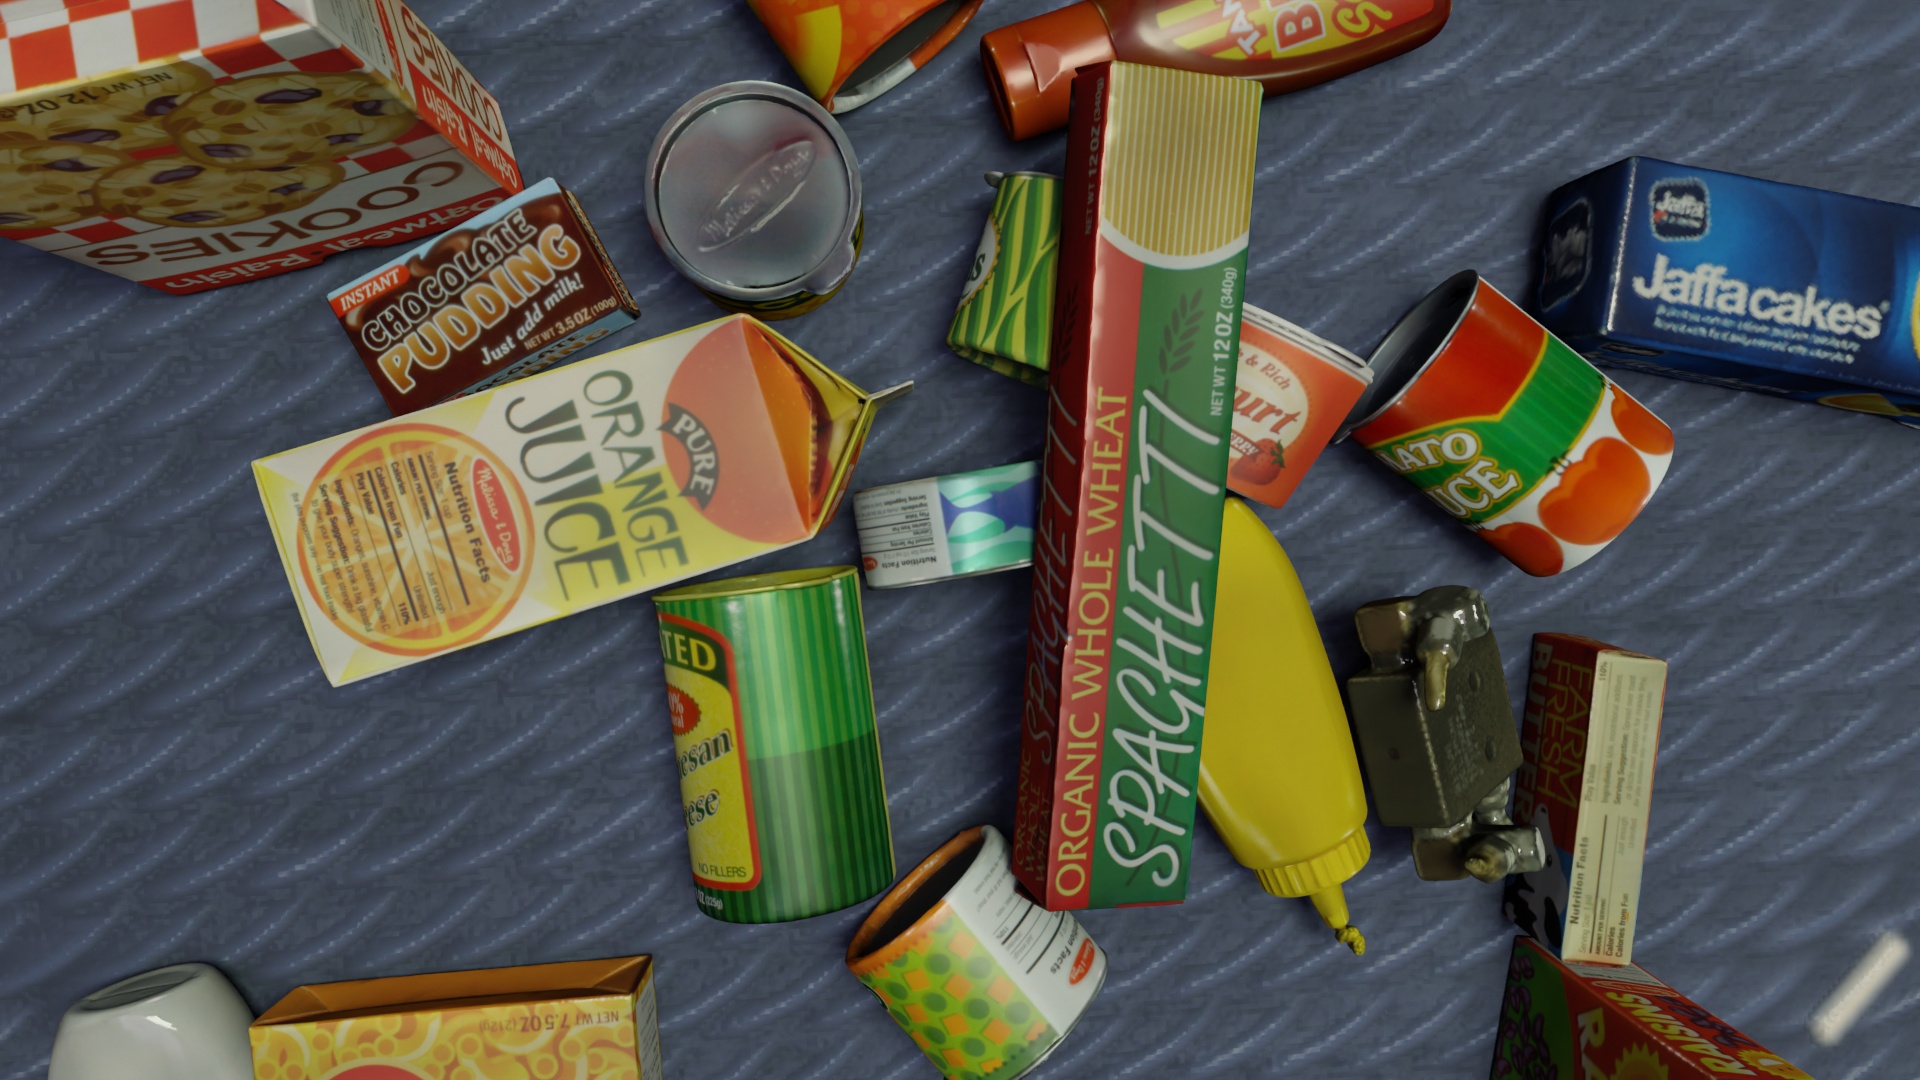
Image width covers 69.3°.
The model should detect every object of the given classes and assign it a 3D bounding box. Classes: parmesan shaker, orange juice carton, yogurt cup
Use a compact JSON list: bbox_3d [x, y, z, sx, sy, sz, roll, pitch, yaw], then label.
[{"bbox_3d":[-0.058,0.063,0.446,0.071,0.071,0.103,-8,92,-2],"label":"parmesan shaker"},{"bbox_3d":[-0.106,-0.020,0.441,0.193,0.072,0.073,-18,93,-2],"label":"orange juice carton"},{"bbox_3d":[0.092,-0.046,0.455,0.072,0.072,0.054,25,99,-3],"label":"yogurt cup"}]

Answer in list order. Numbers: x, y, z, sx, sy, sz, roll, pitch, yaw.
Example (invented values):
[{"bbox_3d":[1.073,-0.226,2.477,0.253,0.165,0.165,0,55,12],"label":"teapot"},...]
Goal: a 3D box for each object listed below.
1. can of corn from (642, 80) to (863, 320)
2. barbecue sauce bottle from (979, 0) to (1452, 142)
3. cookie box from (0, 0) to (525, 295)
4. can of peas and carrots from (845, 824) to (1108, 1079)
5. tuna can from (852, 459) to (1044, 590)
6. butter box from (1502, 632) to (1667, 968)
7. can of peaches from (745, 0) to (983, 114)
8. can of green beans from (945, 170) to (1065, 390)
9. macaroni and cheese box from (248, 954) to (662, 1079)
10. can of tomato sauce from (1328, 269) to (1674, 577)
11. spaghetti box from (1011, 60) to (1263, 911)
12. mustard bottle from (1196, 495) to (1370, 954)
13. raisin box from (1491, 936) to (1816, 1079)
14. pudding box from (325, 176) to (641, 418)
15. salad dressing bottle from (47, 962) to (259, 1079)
[{"bbox_3d":[-0.062,-0.105,0.447,0.071,0.058,0.071,0,92,-3],"label":"can of corn"},{"bbox_3d":[0.082,-0.173,0.460,0.149,0.044,0.065,-19,95,-2],"label":"barbecue sauce bottle"},{"bbox_3d":[-0.207,-0.114,0.386,0.123,0.167,0.040,-15,90,-2],"label":"cookie box"},{"bbox_3d":[0.003,0.138,0.455,0.071,0.071,0.058,-40,93,-1],"label":"can of peas and carrots"},{"bbox_3d":[0.002,-0.006,0.451,0.071,0.071,0.033,-10,92,-2],"label":"tuna can"},{"bbox_3d":[0.210,0.085,0.470,0.024,0.053,0.103,6,91,0],"label":"butter box"},{"bbox_3d":[-0.033,-0.179,0.441,0.071,0.071,0.058,-35,94,-1],"label":"can of peaches"},{"bbox_3d":[0.035,-0.080,0.449,0.071,0.071,0.058,19,92,-3],"label":"can of green beans"},{"bbox_3d":[-0.160,0.231,0.462,0.124,0.040,0.166,-5,92,-2],"label":"macaroni and cheese box"},{"bbox_3d":[0.177,-0.036,0.457,0.083,0.071,0.071,37,90,-4],"label":"can of tomato sauce"},{"bbox_3d":[0.051,-0.011,0.413,0.050,0.029,0.249,1,98,-19],"label":"spaghetti box"},{"bbox_3d":[0.099,0.066,0.466,0.065,0.049,0.160,-23,93,5],"label":"mustard bottle"},{"bbox_3d":[0.214,0.188,0.438,0.040,0.123,0.086,10,91,-3],"label":"raisin box"},{"bbox_3d":[-0.156,-0.078,0.458,0.084,0.030,0.049,-28,92,-2],"label":"pudding box"},{"bbox_3d":[-0.253,0.217,0.456,0.064,0.044,0.147,-11,93,-2],"label":"salad dressing bottle"}]
